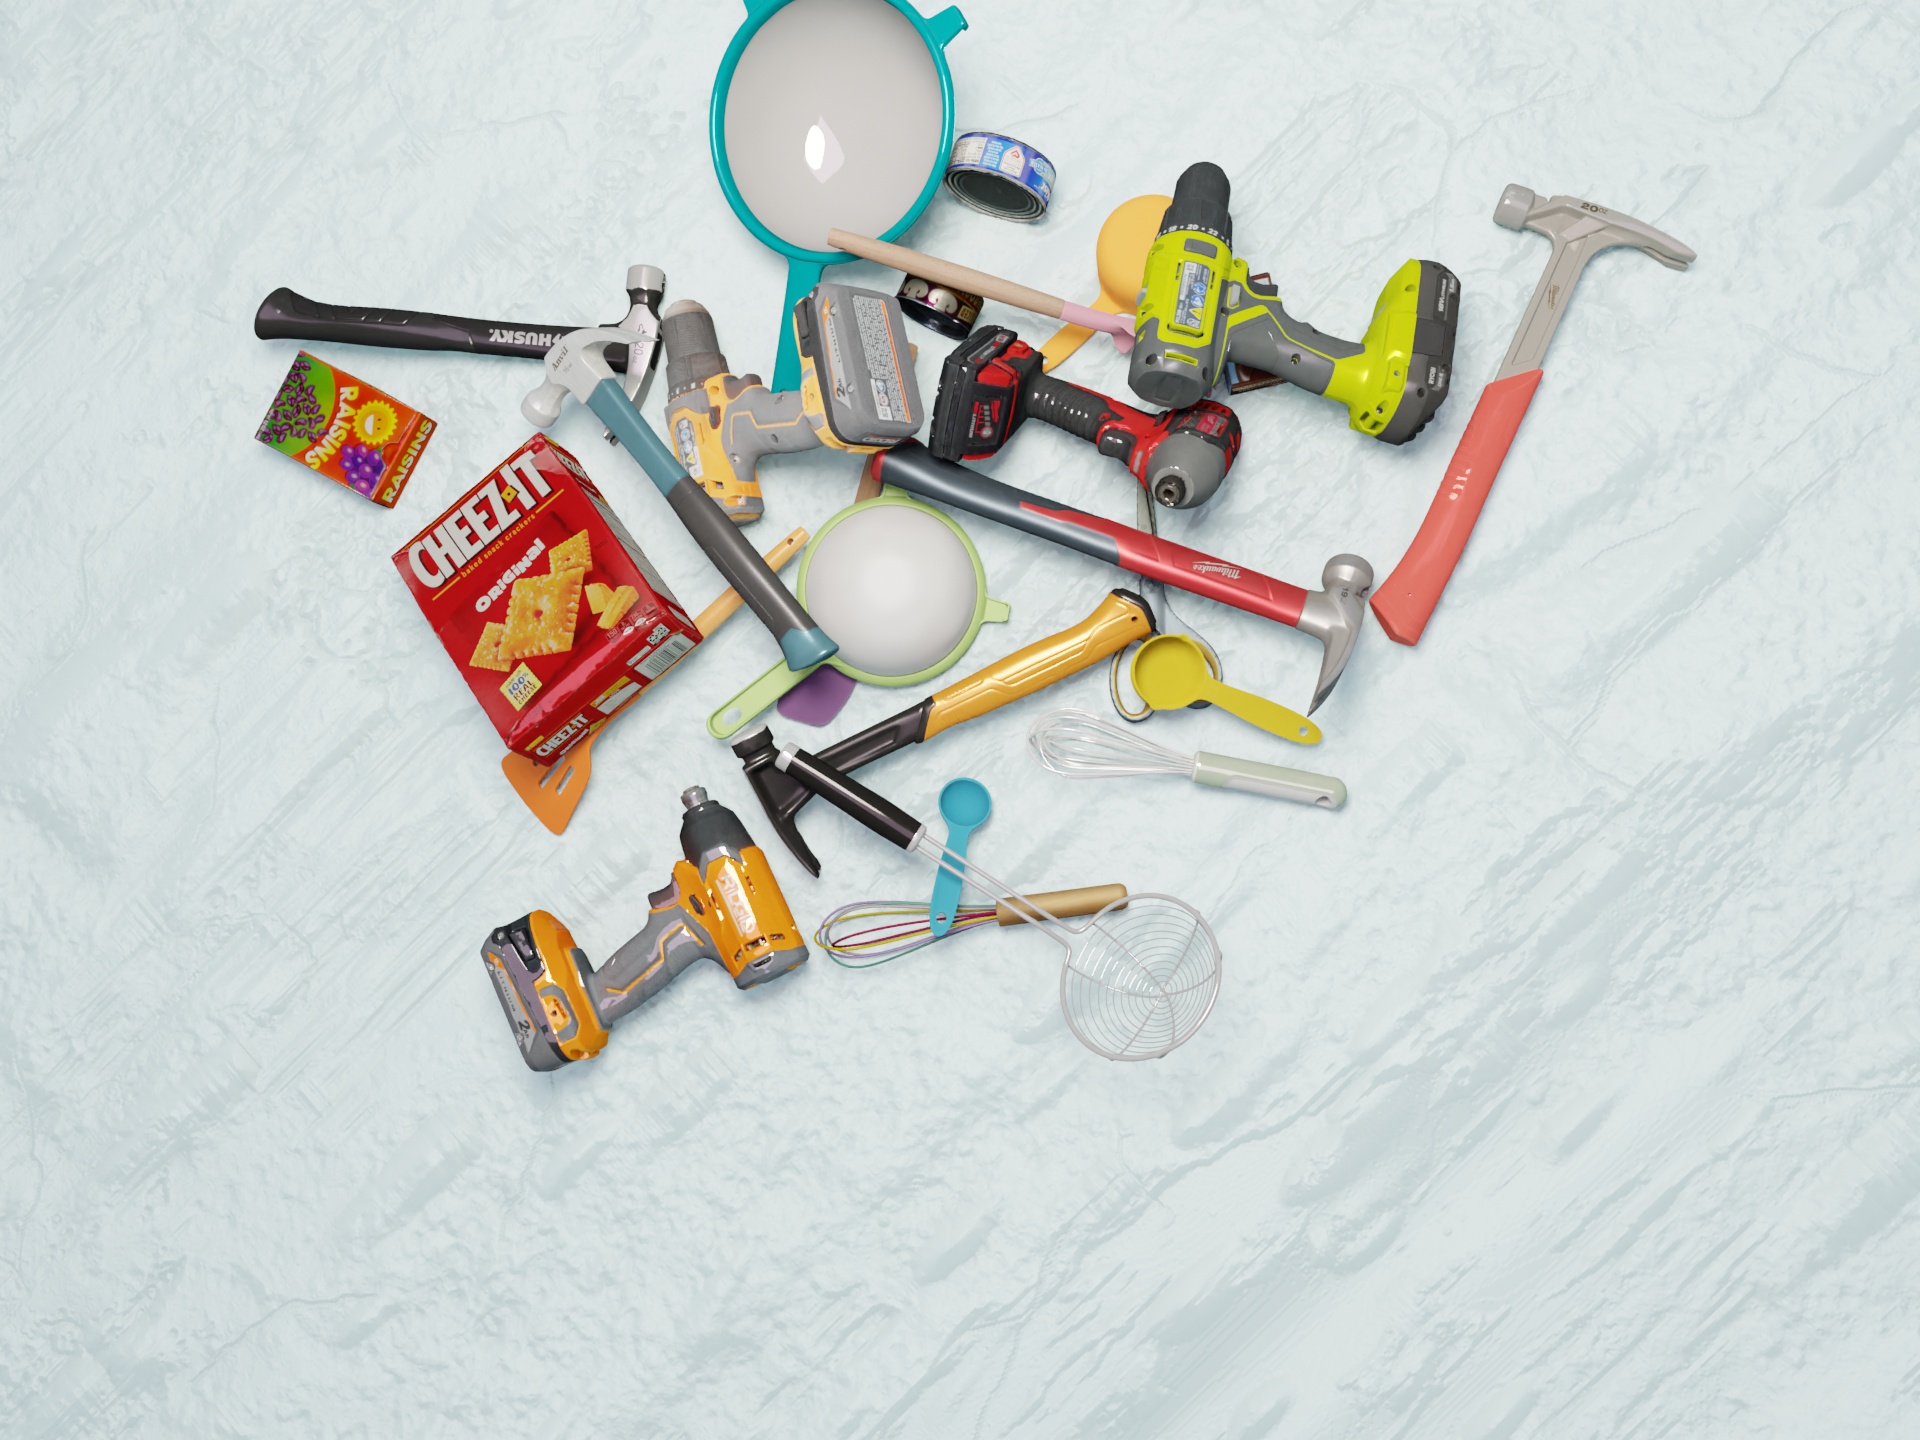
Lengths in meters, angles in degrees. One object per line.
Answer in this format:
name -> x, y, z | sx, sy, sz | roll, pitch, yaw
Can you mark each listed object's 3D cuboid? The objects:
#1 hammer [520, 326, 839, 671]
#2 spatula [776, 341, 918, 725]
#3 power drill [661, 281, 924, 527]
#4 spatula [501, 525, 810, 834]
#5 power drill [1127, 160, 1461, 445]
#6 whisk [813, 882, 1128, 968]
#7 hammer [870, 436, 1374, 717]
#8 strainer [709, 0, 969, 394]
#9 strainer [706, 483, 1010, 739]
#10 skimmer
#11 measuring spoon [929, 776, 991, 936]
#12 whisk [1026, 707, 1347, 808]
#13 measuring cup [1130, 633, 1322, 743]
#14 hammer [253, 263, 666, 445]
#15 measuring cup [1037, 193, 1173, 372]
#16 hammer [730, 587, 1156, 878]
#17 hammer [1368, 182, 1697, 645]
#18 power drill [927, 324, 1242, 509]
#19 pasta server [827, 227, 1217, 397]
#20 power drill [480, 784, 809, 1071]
hammer -> -0.208, -0.167, 1.217 | 0.331, 0.033, 0.128 | 50, 123, 9
spatula -> -0.081, -0.150, 1.275 | 0.060, 0.018, 0.316 | 15, 89, 6
power drill -> -0.145, -0.263, 1.225 | 0.226, 0.084, 0.185 | -16, 84, 40
spatula -> -0.240, -0.041, 1.276 | 0.322, 0.041, 0.081 | -42, 80, 3
power drill -> 0.245, -0.307, 1.178 | 0.228, 0.080, 0.191 | 14, 72, -5
whisk -> 0.007, 0.154, 1.225 | 0.245, 0.047, 0.051 | -8, 83, 4
hammer -> 0.110, -0.123, 1.192 | 0.386, 0.038, 0.143 | 20, 54, 7
strainer -> -0.098, -0.406, 1.272 | 0.211, 0.095, 0.340 | 18, 108, 20
strainer -> -0.096, -0.070, 1.230 | 0.256, 0.069, 0.151 | -38, 90, -2
skimmer -> 0.020, 0.117, 1.164 | 0.363, 0.090, 0.127 | 32, 82, 3
measuring spoon -> -0.006, 0.106, 1.225 | 0.042, 0.021, 0.129 | 13, 69, -2
whisk -> 0.171, 0.034, 1.210 | 0.246, 0.057, 0.059 | 11, 57, 5
measuring cup -> 0.201, -0.017, 1.210 | 0.156, 0.029, 0.062 | 23, 89, -5
hammer -> -0.414, -0.313, 1.311 | 0.335, 0.035, 0.146 | 5, 86, 2
measuring cup -> 0.118, -0.337, 1.243 | 0.173, 0.052, 0.095 | -42, 81, 1
hammer -> -0.002, -0.004, 1.225 | 0.337, 0.034, 0.127 | -27, 100, 5
hammer -> 0.412, -0.221, 1.201 | 0.149, 0.036, 0.359 | 24, 89, 9
power drill -> 0.095, -0.218, 1.194 | 0.220, 0.143, 0.078 | 19, 124, 10
pasta server -> 0.050, -0.314, 1.212 | 0.316, 0.060, 0.040 | 16, 85, -5
power drill -> -0.251, 0.161, 1.245 | 0.226, 0.084, 0.164 | -25, 81, 1
